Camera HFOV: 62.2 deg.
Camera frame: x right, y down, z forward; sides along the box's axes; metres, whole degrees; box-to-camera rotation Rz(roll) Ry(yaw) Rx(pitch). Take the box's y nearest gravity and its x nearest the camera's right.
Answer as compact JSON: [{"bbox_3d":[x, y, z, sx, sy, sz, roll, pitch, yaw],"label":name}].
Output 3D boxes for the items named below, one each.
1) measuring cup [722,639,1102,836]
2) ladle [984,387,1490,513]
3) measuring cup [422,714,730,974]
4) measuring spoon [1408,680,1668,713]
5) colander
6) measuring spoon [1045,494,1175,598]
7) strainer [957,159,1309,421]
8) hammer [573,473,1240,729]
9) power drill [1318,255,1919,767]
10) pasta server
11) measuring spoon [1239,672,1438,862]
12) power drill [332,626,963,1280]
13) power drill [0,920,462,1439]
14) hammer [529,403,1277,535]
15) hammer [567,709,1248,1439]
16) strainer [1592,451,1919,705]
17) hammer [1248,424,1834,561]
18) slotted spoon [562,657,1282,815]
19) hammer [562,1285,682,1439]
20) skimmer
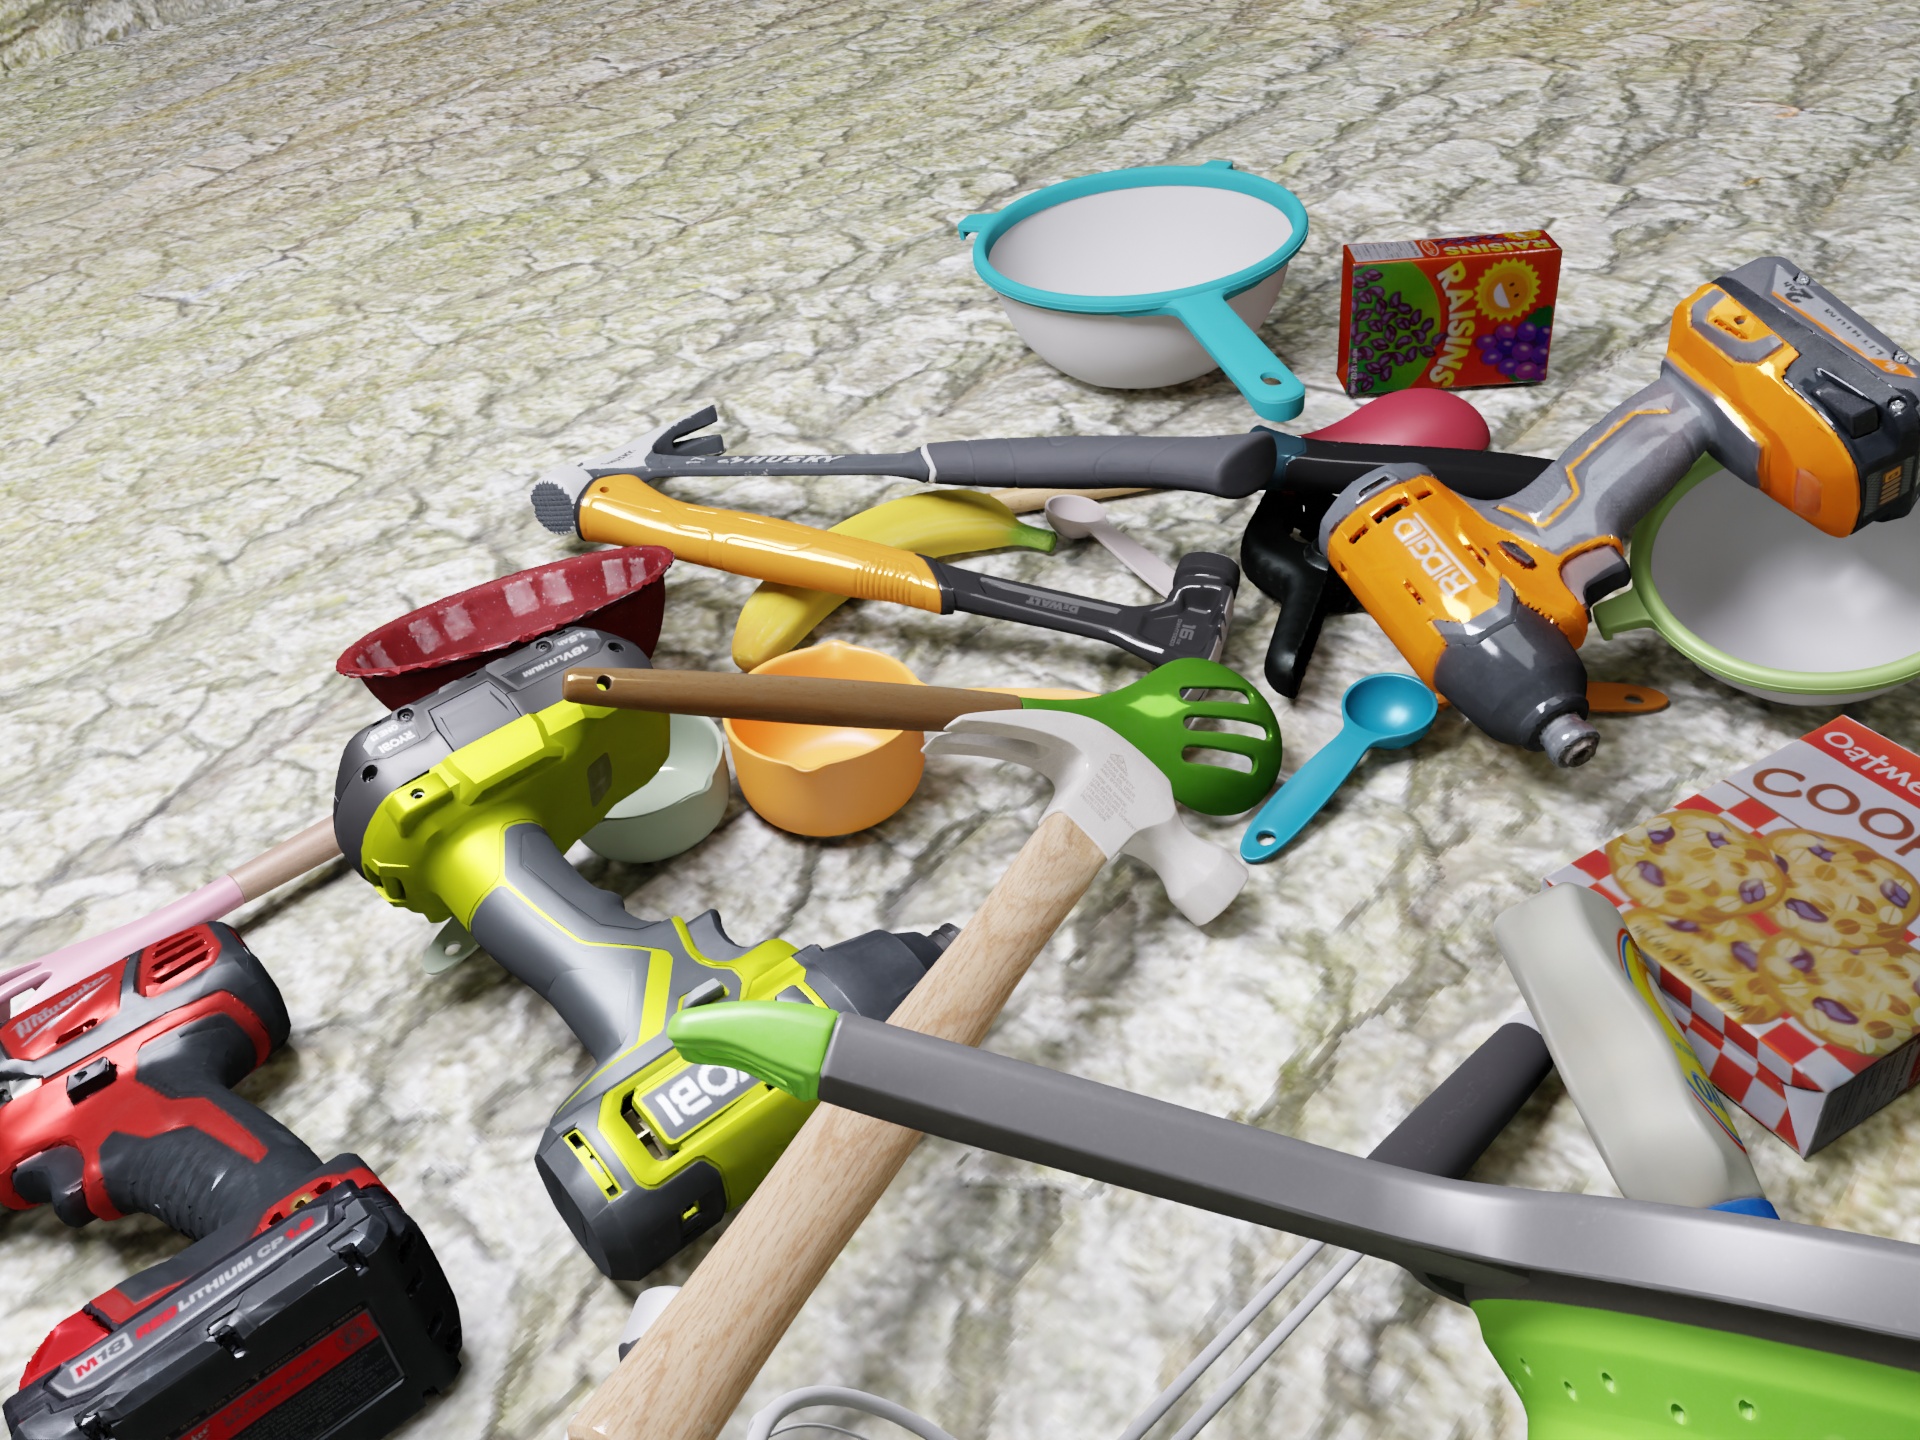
[{"bbox_3d":[-0.017,0.011,0.711,0.173,0.052,0.095,0,38,4],"label":"measuring cup"},{"bbox_3d":[0.154,-0.151,0.919,0.315,0.031,0.069,-11,38,-4],"label":"ladle"},{"bbox_3d":[-0.164,0.058,0.685,0.083,0.038,0.168,19,50,28],"label":"measuring cup"},{"bbox_3d":[0.264,-0.008,0.730,0.117,0.011,0.021,1,38,4],"label":"measuring spoon"},{"bbox_3d":[0.118,0.152,0.343,0.397,0.204,0.094,15,70,1],"label":"colander"},{"bbox_3d":[0.088,-0.086,0.855,0.034,0.018,0.124,-15,43,-33],"label":"measuring spoon"},{"bbox_3d":[0.133,-0.237,0.978,0.211,0.095,0.341,-15,40,-7],"label":"strainer"},{"bbox_3d":[-0.039,-0.067,0.784,0.337,0.034,0.127,14,46,13],"label":"hammer"},{"bbox_3d":[0.291,-0.084,0.683,0.226,0.084,0.164,-31,52,5],"label":"power drill"},{"bbox_3d":[-0.292,0.066,0.701,0.060,0.040,0.316,25,43,34],"label":"pasta server"},{"bbox_3d":[0.164,0.025,0.699,0.042,0.021,0.128,28,58,37],"label":"measuring spoon"},{"bbox_3d":[-0.117,0.072,0.598,0.171,0.080,0.223,-31,60,-28],"label":"power drill"},{"bbox_3d":[-0.289,0.171,0.524,0.188,0.080,0.227,-31,41,-29],"label":"power drill"},{"bbox_3d":[-0.031,-0.140,0.865,0.409,0.036,0.149,4,29,27],"label":"hammer"},{"bbox_3d":[-0.014,0.107,0.531,0.130,0.031,0.331,45,47,-3],"label":"hammer"},{"bbox_3d":[0.421,-0.038,0.687,0.257,0.069,0.151,29,71,35],"label":"strainer"},{"bbox_3d":[0.307,-0.122,0.819,0.331,0.033,0.128,5,39,1],"label":"hammer"},{"bbox_3d":[-0.001,-0.002,0.646,0.313,0.031,0.070,4,74,-19],"label":"slotted spoon"},{"bbox_3d":[0.044,0.240,0.416,0.335,0.035,0.146,4,38,12],"label":"hammer"},{"bbox_3d":[0.091,0.153,0.430,0.127,0.090,0.363,40,44,25],"label":"skimmer"}]
